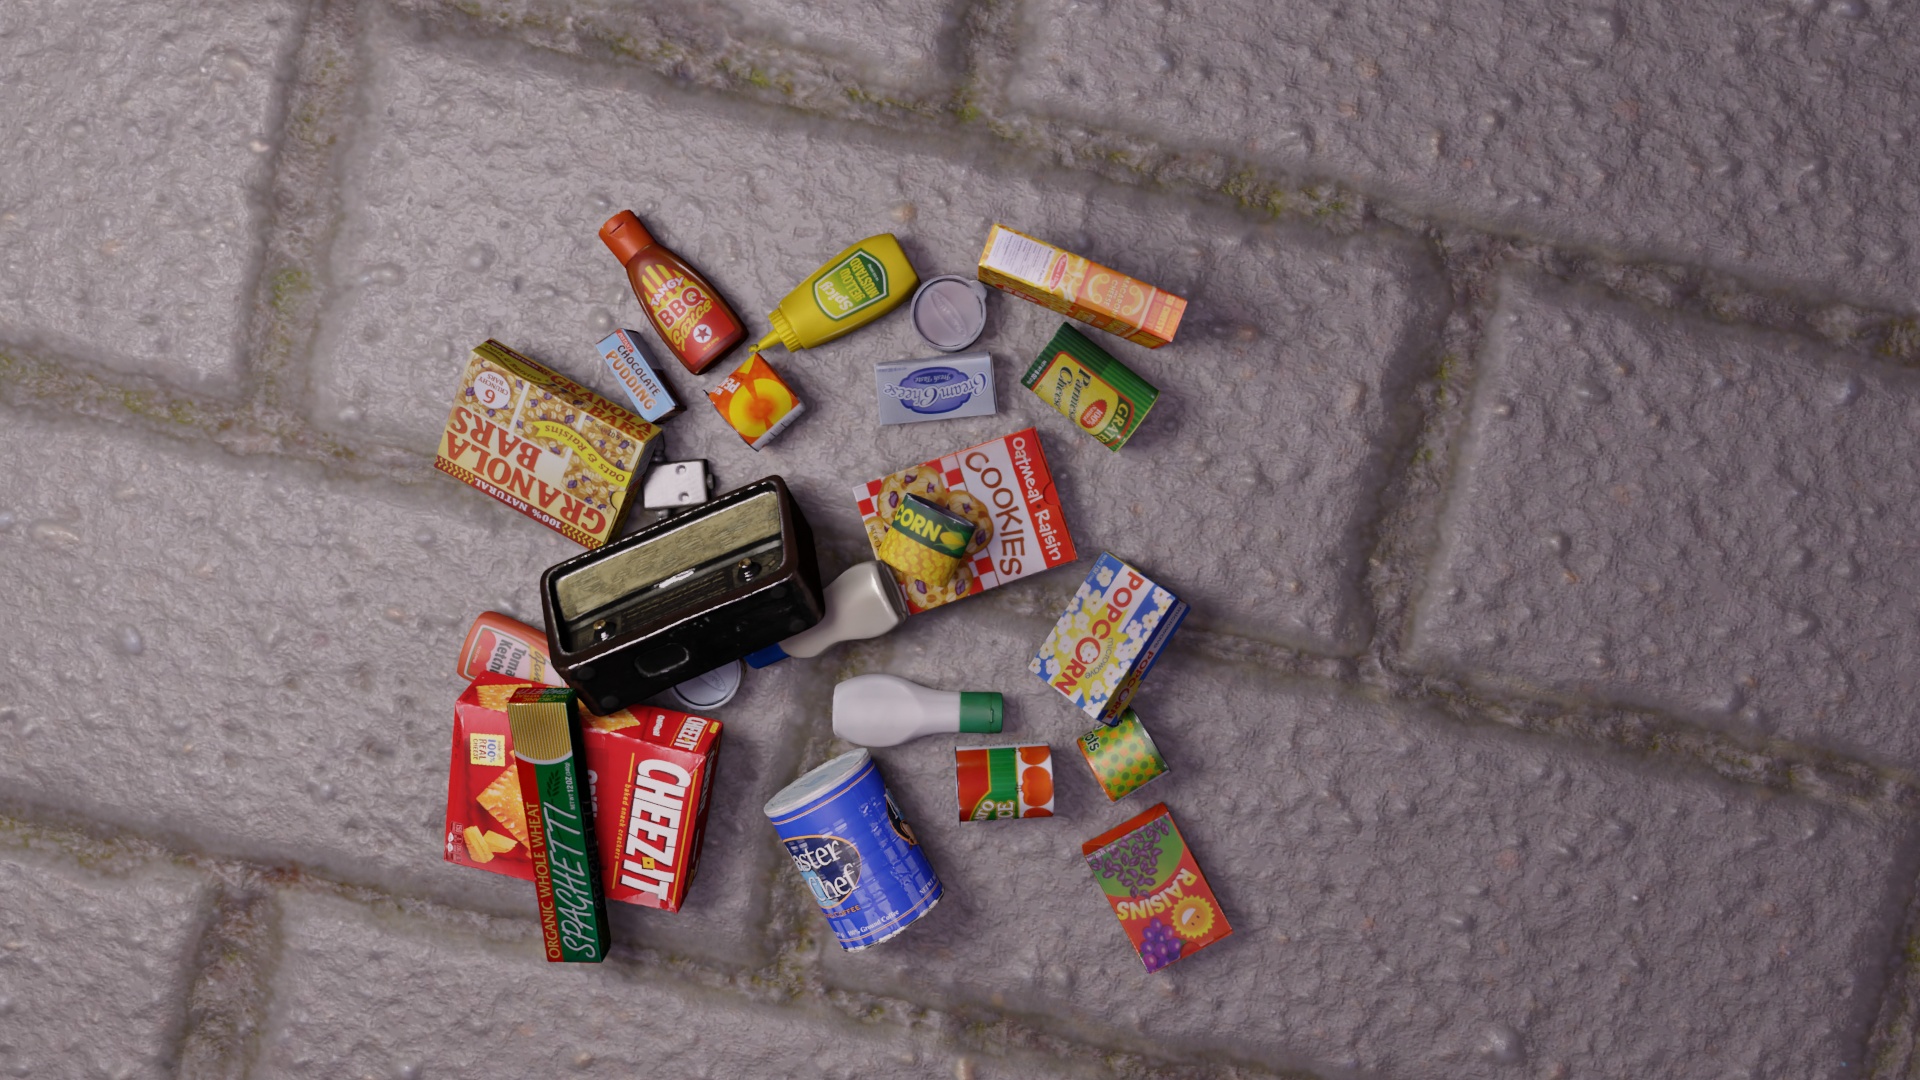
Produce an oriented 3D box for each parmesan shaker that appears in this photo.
[{"bbox_3d":[0.110,-0.130,1.196,0.103,0.071,0.071,36,93,-1],"label":"parmesan shaker"}]

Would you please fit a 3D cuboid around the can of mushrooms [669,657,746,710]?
[{"bbox_3d":[-0.222,0.113,1.224,0.071,0.033,0.071,0,93,1],"label":"can of mushrooms"}]

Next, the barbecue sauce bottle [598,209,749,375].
[{"bbox_3d":[-0.252,-0.217,1.201,0.065,0.044,0.148,-39,92,3],"label":"barbecue sauce bottle"}]

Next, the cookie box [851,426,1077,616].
[{"bbox_3d":[0.004,-0.015,1.213,0.167,0.040,0.123,-18,93,1],"label":"cookie box"}]

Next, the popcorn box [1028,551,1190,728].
[{"bbox_3d":[0.128,0.084,1.199,0.085,0.038,0.126,35,94,36],"label":"popcorn box"}]

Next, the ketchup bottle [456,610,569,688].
[{"bbox_3d":[-0.361,0.117,1.220,0.149,0.043,0.064,23,99,-2],"label":"ketchup bottle"}]

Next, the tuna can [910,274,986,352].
[{"bbox_3d":[-0.008,-0.198,1.207,0.071,0.033,0.071,0,93,0],"label":"tuna can"}]

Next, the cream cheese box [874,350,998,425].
[{"bbox_3d":[-0.021,-0.133,1.208,0.104,0.024,0.053,-6,112,1],"label":"cream cheese box"}]

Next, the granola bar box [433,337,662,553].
[{"bbox_3d":[-0.355,-0.079,1.188,0.165,0.039,0.123,28,118,-1],"label":"granola bar box"}]

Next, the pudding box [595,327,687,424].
[{"bbox_3d":[-0.275,-0.142,1.202,0.030,0.050,0.083,-33,93,4],"label":"pudding box"}]

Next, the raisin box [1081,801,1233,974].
[{"bbox_3d":[0.174,0.308,1.232,0.086,0.040,0.123,-28,93,1],"label":"raisin box"}]

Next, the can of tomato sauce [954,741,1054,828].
[{"bbox_3d":[0.038,0.212,1.212,0.083,0.071,0.071,-4,93,0],"label":"can of tomato sauce"}]

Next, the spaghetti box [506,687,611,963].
[{"bbox_3d":[-0.329,0.239,1.146,0.050,0.029,0.249,-1,109,5],"label":"spaghetti box"}]

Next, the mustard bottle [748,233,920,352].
[{"bbox_3d":[-0.114,-0.203,1.199,0.160,0.049,0.065,-32,90,2],"label":"mustard bottle"}]

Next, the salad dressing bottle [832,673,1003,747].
[{"bbox_3d":[-0.037,0.150,1.222,0.148,0.044,0.064,2,91,-1],"label":"salad dressing bottle"}]

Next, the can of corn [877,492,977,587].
[{"bbox_3d":[-0.029,-0.001,1.159,0.071,0.071,0.058,26,95,-1],"label":"can of corn"}]

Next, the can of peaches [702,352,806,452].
[{"bbox_3d":[-0.176,-0.121,1.194,0.058,0.071,0.071,-41,93,2],"label":"can of peaches"}]

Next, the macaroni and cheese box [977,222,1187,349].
[{"bbox_3d":[0.098,-0.210,1.161,0.166,0.124,0.040,21,95,-1],"label":"macaroni and cheese box"}]

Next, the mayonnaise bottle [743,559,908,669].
[{"bbox_3d":[-0.121,0.069,1.199,0.148,0.041,0.065,-23,88,20],"label":"mayonnaise bottle"}]

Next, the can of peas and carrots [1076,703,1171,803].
[{"bbox_3d":[0.141,0.185,1.211,0.059,0.071,0.071,-32,93,3],"label":"can of peas and carrots"}]
